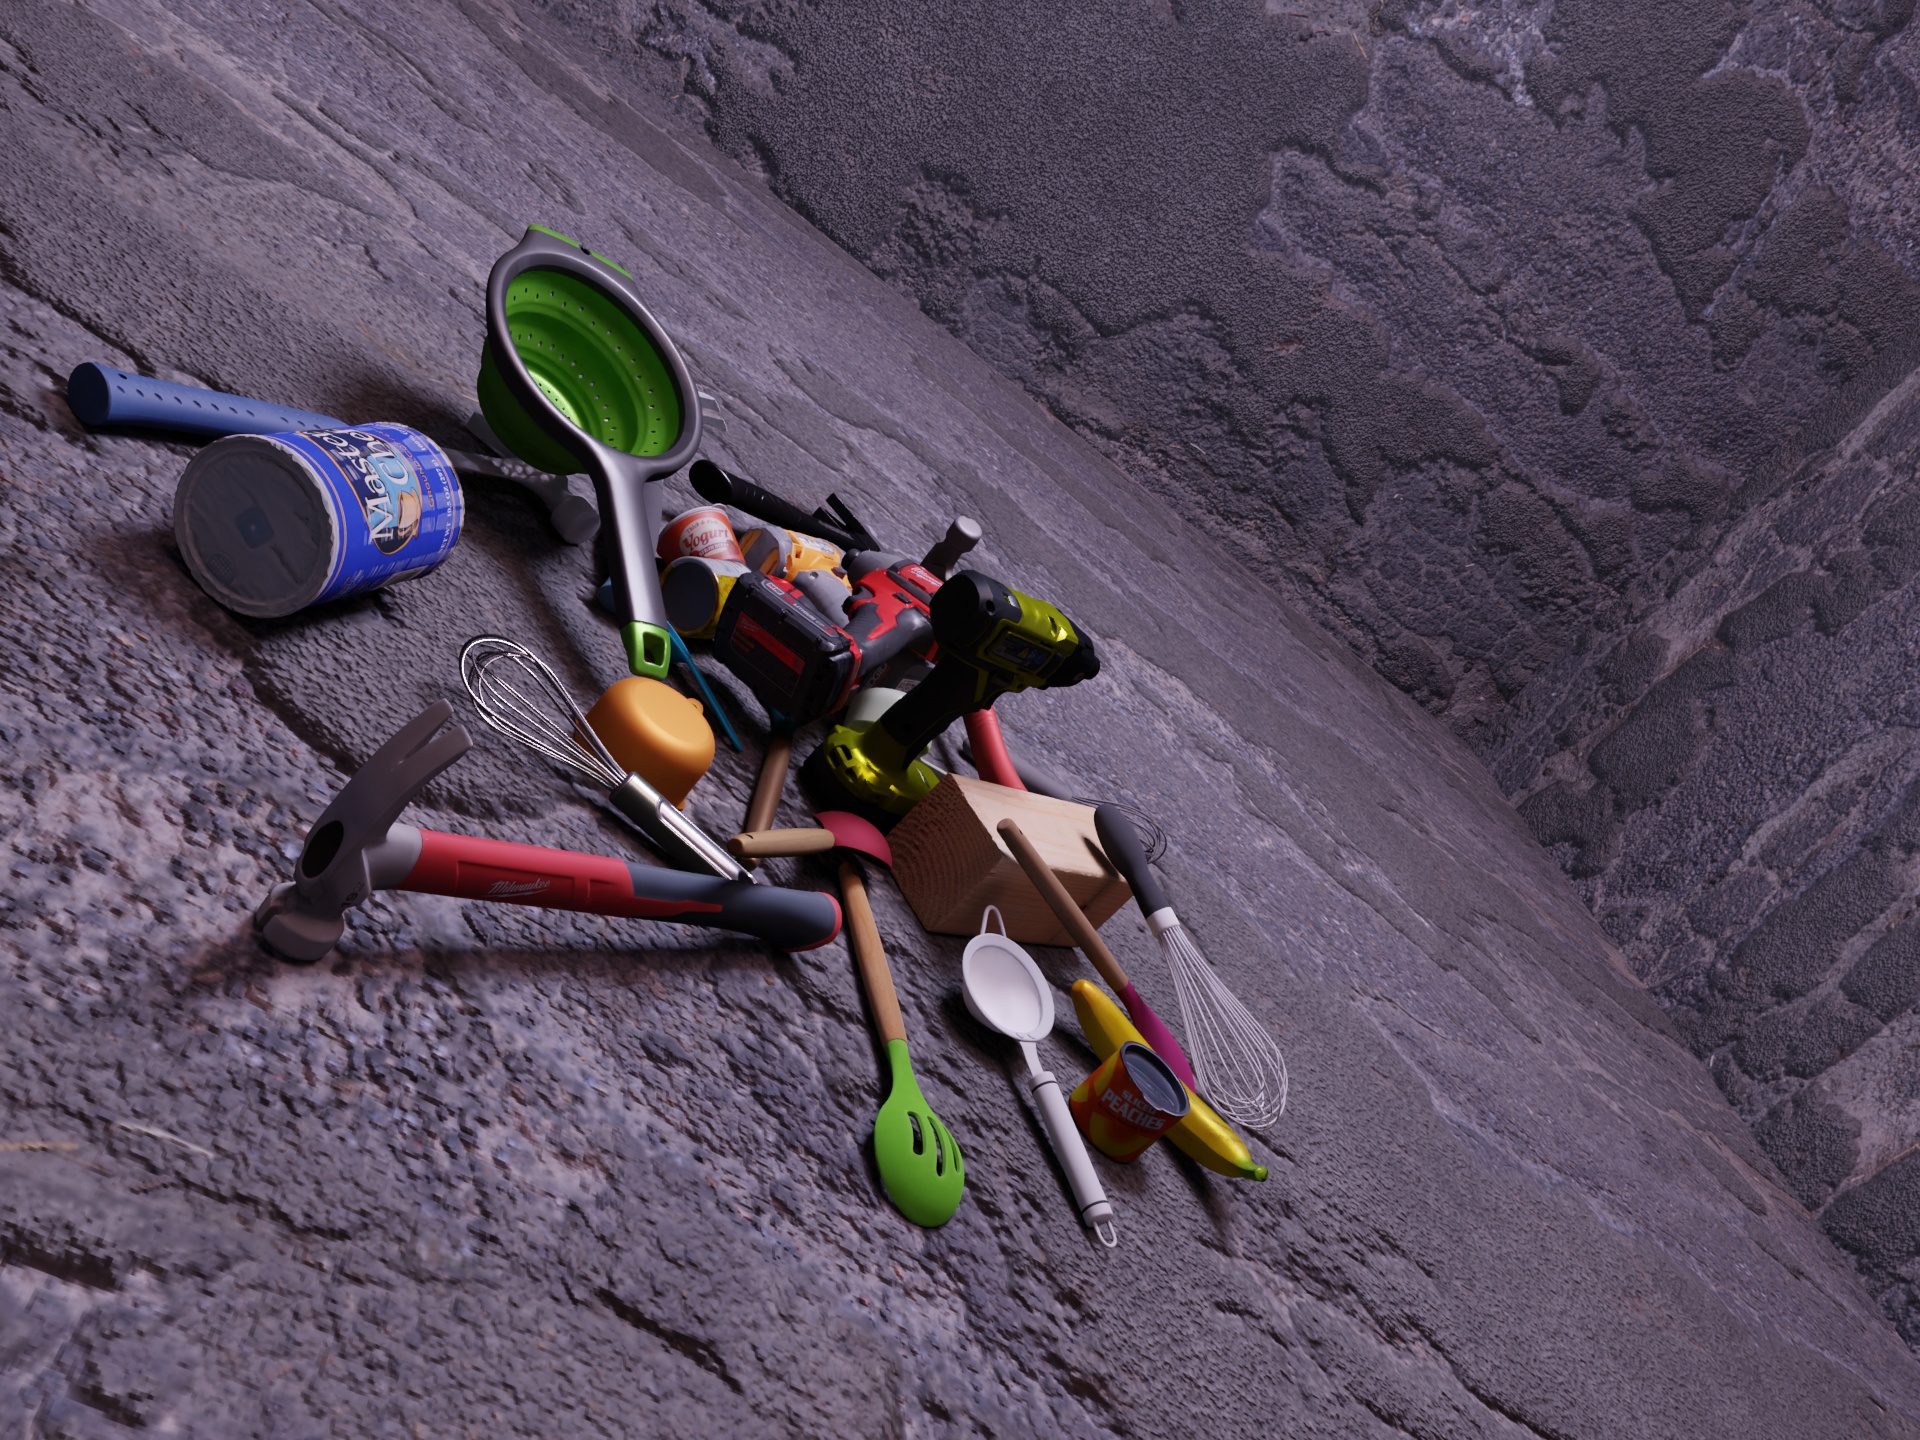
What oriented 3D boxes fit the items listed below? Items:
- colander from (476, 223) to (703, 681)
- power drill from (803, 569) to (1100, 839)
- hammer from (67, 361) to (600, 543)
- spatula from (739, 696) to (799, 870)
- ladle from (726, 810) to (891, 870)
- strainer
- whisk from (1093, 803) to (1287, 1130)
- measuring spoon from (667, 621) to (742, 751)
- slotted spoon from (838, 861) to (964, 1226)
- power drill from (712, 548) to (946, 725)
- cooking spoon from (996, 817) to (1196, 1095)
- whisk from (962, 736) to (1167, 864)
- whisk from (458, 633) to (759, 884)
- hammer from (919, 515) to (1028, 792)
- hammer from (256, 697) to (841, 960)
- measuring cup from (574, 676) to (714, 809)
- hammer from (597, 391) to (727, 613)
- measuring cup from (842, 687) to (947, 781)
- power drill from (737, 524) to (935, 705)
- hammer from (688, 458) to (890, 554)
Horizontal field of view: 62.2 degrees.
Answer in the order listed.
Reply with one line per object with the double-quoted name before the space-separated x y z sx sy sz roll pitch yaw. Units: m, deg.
"colander" -0.289 -0.188 1.209 0.204 0.094 0.397 18 49 -49
"power drill" -0.002 -0.004 1.240 0.171 0.223 0.080 21 29 -46
"hammer" -0.428 -0.200 1.122 0.144 0.035 0.405 49 21 18
"spatula" -0.137 0.018 1.208 0.082 0.044 0.318 22 25 -10
"ladle" -0.099 0.080 1.048 0.069 0.031 0.315 31 3 11
"strainer" 0.051 0.245 1.098 0.086 0.050 0.259 16 38 -41
"whisk" 0.173 0.185 1.235 0.070 0.070 0.285 12 46 -55
"measuring spoon" -0.205 -0.025 1.214 0.129 0.021 0.042 57 0 15
"slotted spoon" -0.049 0.193 1.035 0.070 0.031 0.314 32 20 -31
"power drill" -0.090 -0.082 1.297 0.143 0.078 0.219 38 33 20
"cooking spoon" 0.111 0.187 1.225 0.318 0.017 0.069 54 13 -29
"whisk" 0.102 0.075 1.541 0.238 0.055 0.055 30 22 -19
"whisk" -0.220 0.036 1.009 0.246 0.059 0.058 43 31 -11
"hammer" 0.004 -0.027 1.492 0.036 0.149 0.359 14 41 -29
"hammer" -0.179 0.082 0.877 0.038 0.143 0.386 51 17 29
"measuring cup" -0.201 -0.001 1.110 0.095 0.052 0.174 41 21 -4
"hammer" -0.267 -0.191 1.341 0.331 0.128 0.033 -96 170 -52
"measuring cup" -0.036 0.017 1.371 0.167 0.083 0.038 37 60 -51
"power drill" -0.088 -0.089 1.482 0.226 0.084 0.185 47 19 28
"hammer" -0.164 -0.202 1.581 0.146 0.035 0.334 50 14 23
